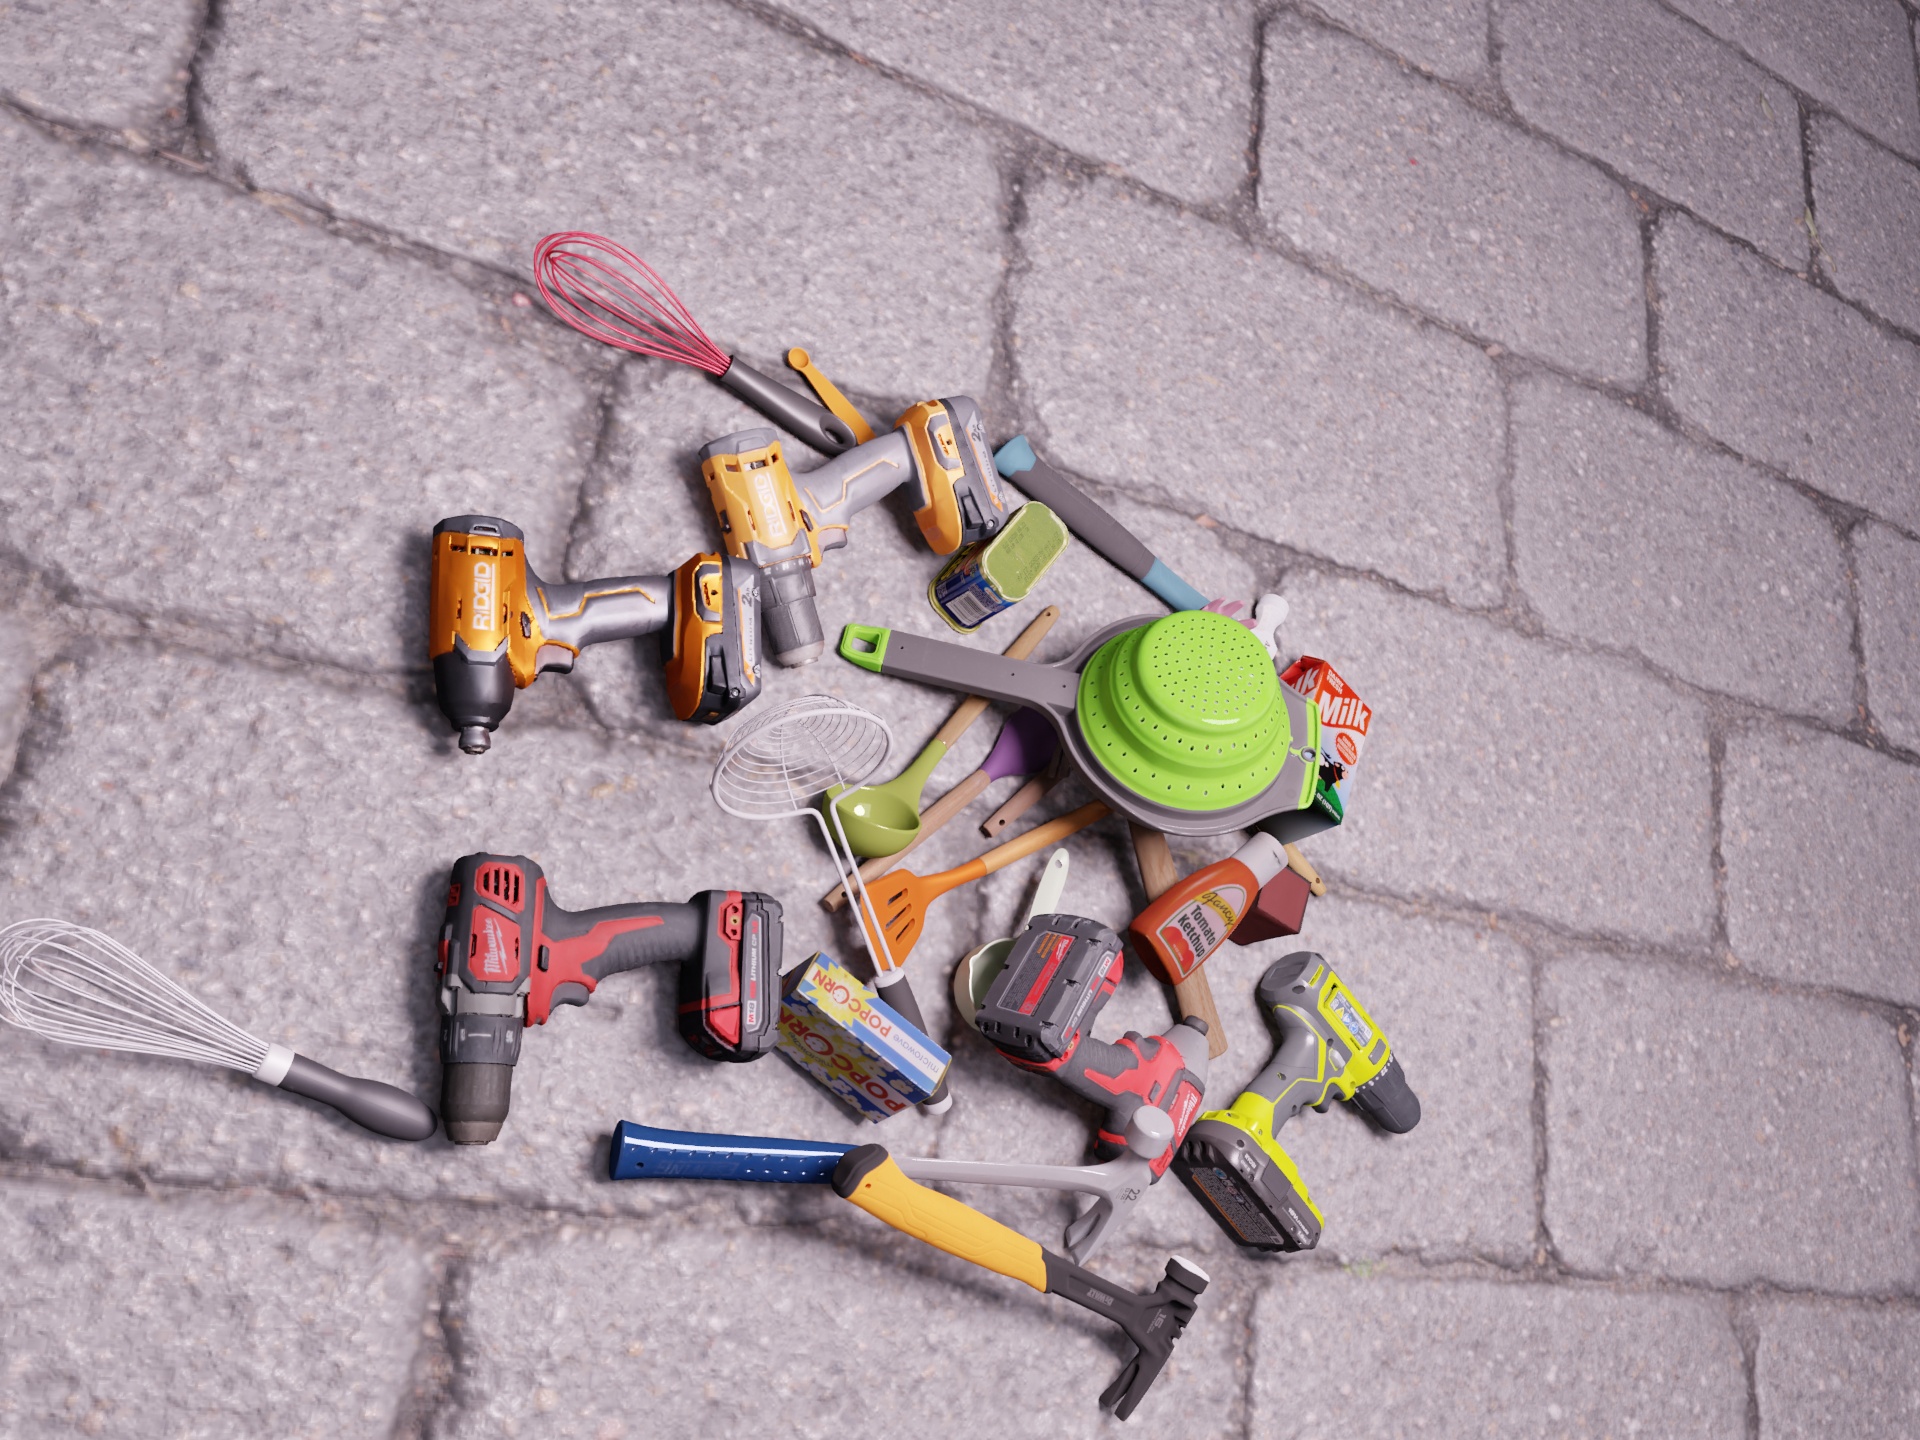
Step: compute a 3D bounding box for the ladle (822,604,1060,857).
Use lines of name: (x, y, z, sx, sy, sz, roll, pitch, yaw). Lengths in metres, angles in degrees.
ladle: (-0.002, -0.004, 1.286, 0.078, 0.062, 0.320, 27, 53, 18)

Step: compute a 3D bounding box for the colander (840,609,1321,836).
colander: (0.104, -0.037, 1.249, 0.397, 0.094, 0.205, 13, 57, -1)

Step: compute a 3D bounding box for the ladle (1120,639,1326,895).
ladle: (0.235, 0.041, 1.435, 0.315, 0.031, 0.069, 50, 62, -12)

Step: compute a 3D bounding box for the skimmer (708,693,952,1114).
skimmer: (-0.067, 0.144, 1.121, 0.127, 0.090, 0.363, -21, 111, -4)

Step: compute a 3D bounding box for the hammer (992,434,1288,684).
hammer: (0.159, -0.147, 1.438, 0.330, 0.033, 0.128, 36, 60, -18)

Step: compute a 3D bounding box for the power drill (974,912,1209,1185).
power drill: (0.119, 0.253, 1.246, 0.219, 0.079, 0.143, 50, 62, -33)

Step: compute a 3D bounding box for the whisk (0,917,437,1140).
whisk: (-0.447, 0.196, 0.962, 0.284, 0.070, 0.070, 32, 62, -26)

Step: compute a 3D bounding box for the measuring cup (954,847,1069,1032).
measuring cup: (0.047, 0.176, 1.276, 0.083, 0.038, 0.168, 36, 59, -18)

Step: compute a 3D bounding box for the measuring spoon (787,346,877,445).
measuring spoon: (-0.104, -0.262, 1.325, 0.116, 0.011, 0.021, 49, 56, -15)

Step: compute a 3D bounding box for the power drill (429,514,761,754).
power drill: (-0.260, -0.052, 1.129, 0.226, 0.084, 0.164, 5, 74, -26)

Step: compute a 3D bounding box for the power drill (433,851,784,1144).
power drill: (-0.240, 0.191, 1.075, 0.226, 0.080, 0.188, 9, 72, -26)

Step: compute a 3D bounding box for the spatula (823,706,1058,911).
spatula: (0.004, 0.061, 1.292, 0.316, 0.018, 0.059, -37, 99, -34)

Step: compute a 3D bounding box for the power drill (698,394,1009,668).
power drill: (-0.078, -0.153, 1.259, 0.226, 0.084, 0.185, -18, 93, -25)

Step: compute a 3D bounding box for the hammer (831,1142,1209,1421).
hammer: (0.037, 0.397, 1.156, 0.336, 0.034, 0.127, 35, 82, -28)

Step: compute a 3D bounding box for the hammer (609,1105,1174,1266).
hammer: (-0.049, 0.327, 1.147, 0.405, 0.144, 0.035, 10, 28, -21)

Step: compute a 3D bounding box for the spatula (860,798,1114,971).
spatula: (0.040, 0.112, 1.287, 0.322, 0.041, 0.081, -23, 108, -35)

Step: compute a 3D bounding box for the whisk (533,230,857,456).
whisk: (-0.200, -0.288, 1.246, 0.295, 0.073, 0.073, 29, 63, -28)

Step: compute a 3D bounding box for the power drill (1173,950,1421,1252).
power drill: (0.298, 0.338, 1.360, 0.190, 0.080, 0.228, 51, 55, -11)

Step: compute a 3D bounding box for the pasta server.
pasta server: (0.136, -0.002, 1.354, 0.316, 0.040, 0.060, -40, 104, -23)

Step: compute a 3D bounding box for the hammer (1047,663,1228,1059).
hammer: (0.163, 0.128, 1.332, 0.130, 0.031, 0.331, -19, 96, -24)
